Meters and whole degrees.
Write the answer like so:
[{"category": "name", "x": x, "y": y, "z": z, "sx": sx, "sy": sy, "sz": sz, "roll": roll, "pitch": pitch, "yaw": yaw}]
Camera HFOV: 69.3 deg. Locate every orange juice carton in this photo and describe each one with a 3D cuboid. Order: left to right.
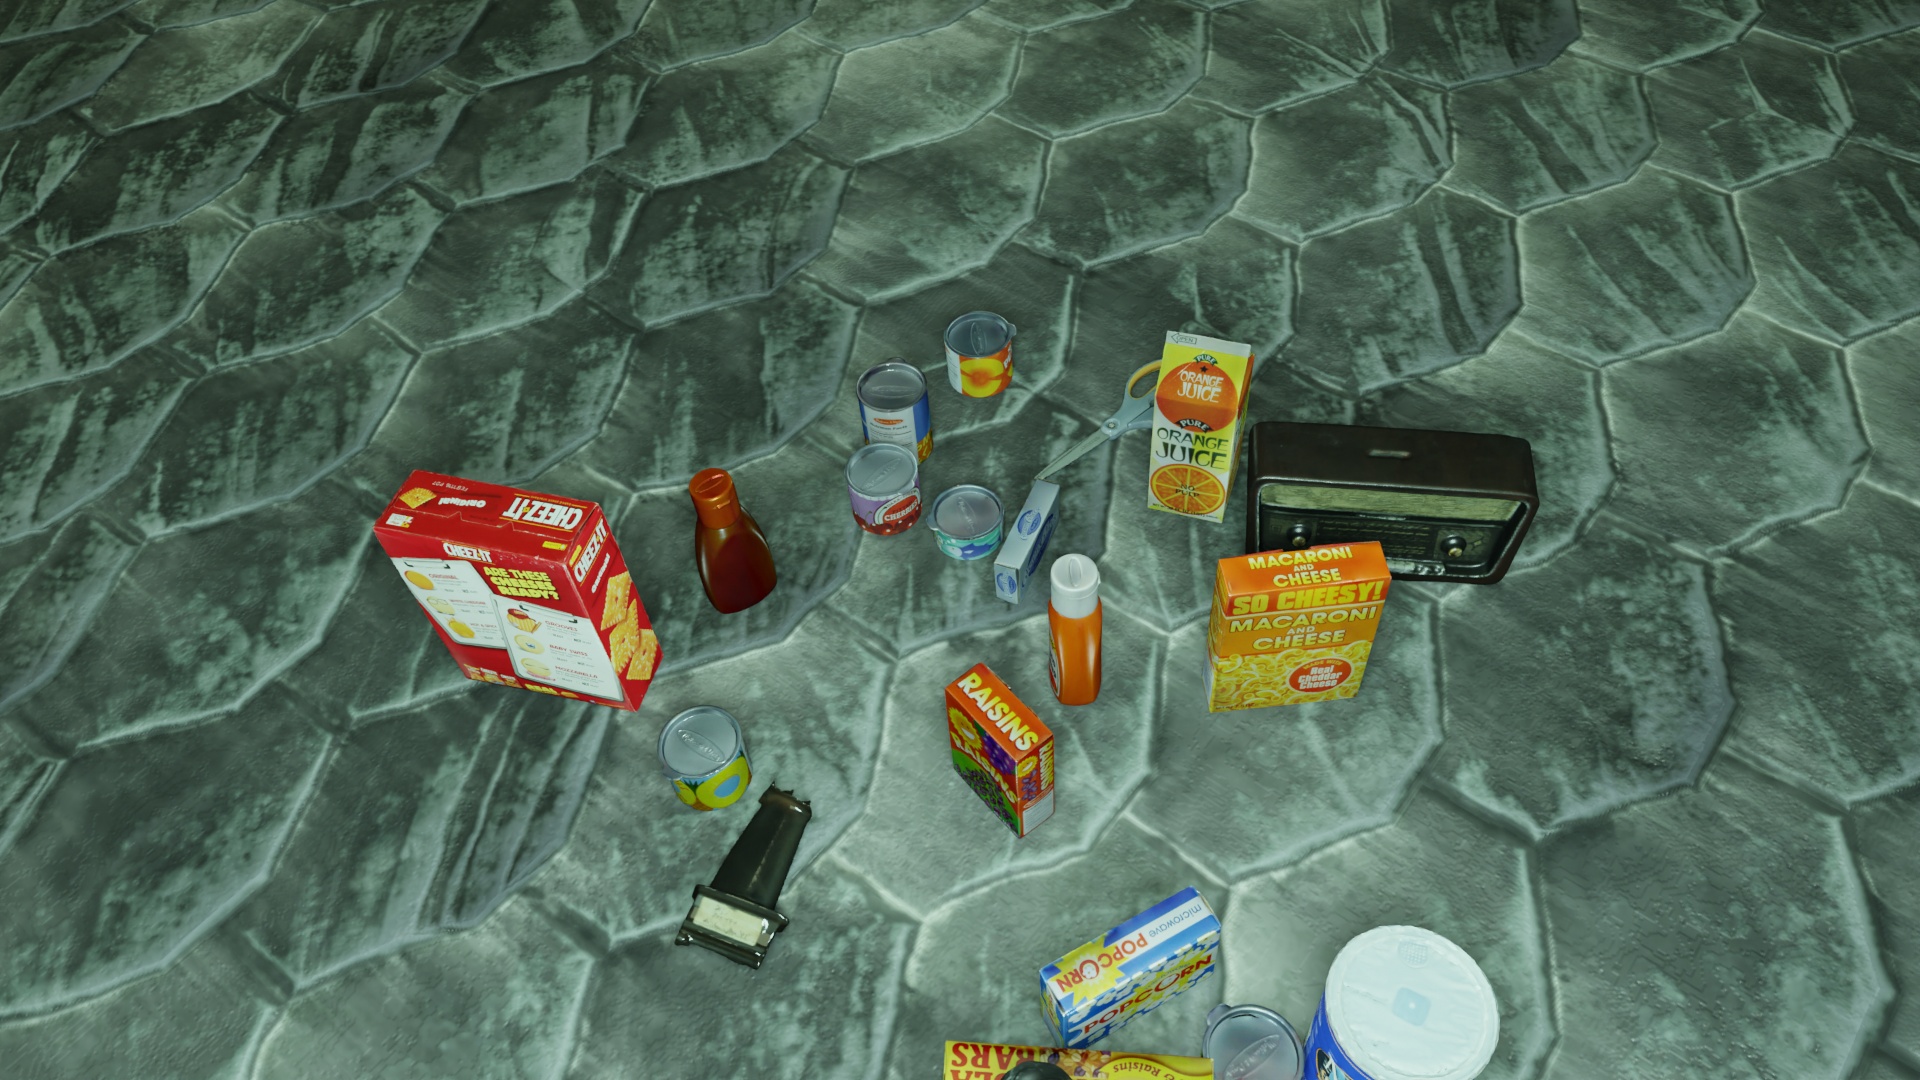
[{"category": "orange juice carton", "x": 0.210, "y": -0.108, "z": 1.216, "sx": 0.072, "sy": 0.191, "sz": 0.073, "roll": 13, "pitch": 54, "yaw": 14}]

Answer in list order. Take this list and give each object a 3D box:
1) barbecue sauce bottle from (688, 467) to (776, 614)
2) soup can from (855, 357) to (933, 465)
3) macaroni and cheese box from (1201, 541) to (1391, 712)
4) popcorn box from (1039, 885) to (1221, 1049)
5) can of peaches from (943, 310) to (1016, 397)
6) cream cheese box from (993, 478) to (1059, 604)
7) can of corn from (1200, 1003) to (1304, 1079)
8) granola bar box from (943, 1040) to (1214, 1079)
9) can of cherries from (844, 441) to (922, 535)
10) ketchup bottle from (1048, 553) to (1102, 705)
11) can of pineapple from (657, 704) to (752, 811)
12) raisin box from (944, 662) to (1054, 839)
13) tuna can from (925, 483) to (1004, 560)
[{"category": "barbecue sauce bottle", "x": -0.199, "y": 0.000, "z": 1.188, "sx": 0.065, "sy": 0.147, "sz": 0.044, "roll": -31, "pitch": 56, "yaw": -19}, {"category": "soup can", "x": -0.061, "y": -0.119, "z": 1.315, "sx": 0.071, "sy": 0.083, "sz": 0.072, "roll": -2, "pitch": 51, "yaw": 3}, {"category": "macaroni and cheese box", "x": 0.258, "y": 0.070, "z": 1.086, "sx": 0.124, "sy": 0.165, "sz": 0.040, "roll": -6, "pitch": 51, "yaw": -1}, {"category": "popcorn box", "x": 0.117, "y": 0.300, "z": 0.964, "sx": 0.127, "sy": 0.084, "sz": 0.038, "roll": -25, "pitch": 54, "yaw": -15}, {"category": "can of peaches", "x": 0.021, "y": -0.184, "z": 1.377, "sx": 0.071, "sy": 0.057, "sz": 0.071, "roll": -2, "pitch": 51, "yaw": 3}, {"category": "cream cheese box", "x": 0.060, "y": 0.001, "z": 1.229, "sx": 0.024, "sy": 0.053, "sz": 0.104, "roll": 16, "pitch": 54, "yaw": 17}, {"category": "can of corn", "x": 0.192, "y": 0.352, "z": 0.933, "sx": 0.071, "sy": 0.058, "sz": 0.071, "roll": -2, "pitch": 51, "yaw": 3}, {"category": "granola bar box", "x": 0.075, "y": 0.364, "z": 0.890, "sx": 0.165, "sy": 0.123, "sz": 0.039, "roll": 2, "pitch": 52, "yaw": 6}, {"category": "can of cherries", "x": -0.068, "y": -0.045, "z": 1.272, "sx": 0.071, "sy": 0.058, "sz": 0.072, "roll": -2, "pitch": 51, "yaw": 3}, {"category": "ketchup bottle", "x": 0.092, "y": 0.069, "z": 1.111, "sx": 0.043, "sy": 0.148, "sz": 0.065, "roll": -4, "pitch": 51, "yaw": 1}, {"category": "can of pineapple", "x": -0.204, "y": 0.175, "z": 1.106, "sx": 0.071, "sy": 0.057, "sz": 0.071, "roll": -2, "pitch": 51, "yaw": 3}, {"category": "raisin box", "x": 0.032, "y": 0.161, "z": 1.057, "sx": 0.040, "sy": 0.122, "sz": 0.086, "roll": -33, "pitch": 56, "yaw": -20}, {"category": "tuna can", "x": 0.004, "y": -0.016, "z": 1.259, "sx": 0.071, "sy": 0.032, "sz": 0.071, "roll": -2, "pitch": 51, "yaw": 3}]
